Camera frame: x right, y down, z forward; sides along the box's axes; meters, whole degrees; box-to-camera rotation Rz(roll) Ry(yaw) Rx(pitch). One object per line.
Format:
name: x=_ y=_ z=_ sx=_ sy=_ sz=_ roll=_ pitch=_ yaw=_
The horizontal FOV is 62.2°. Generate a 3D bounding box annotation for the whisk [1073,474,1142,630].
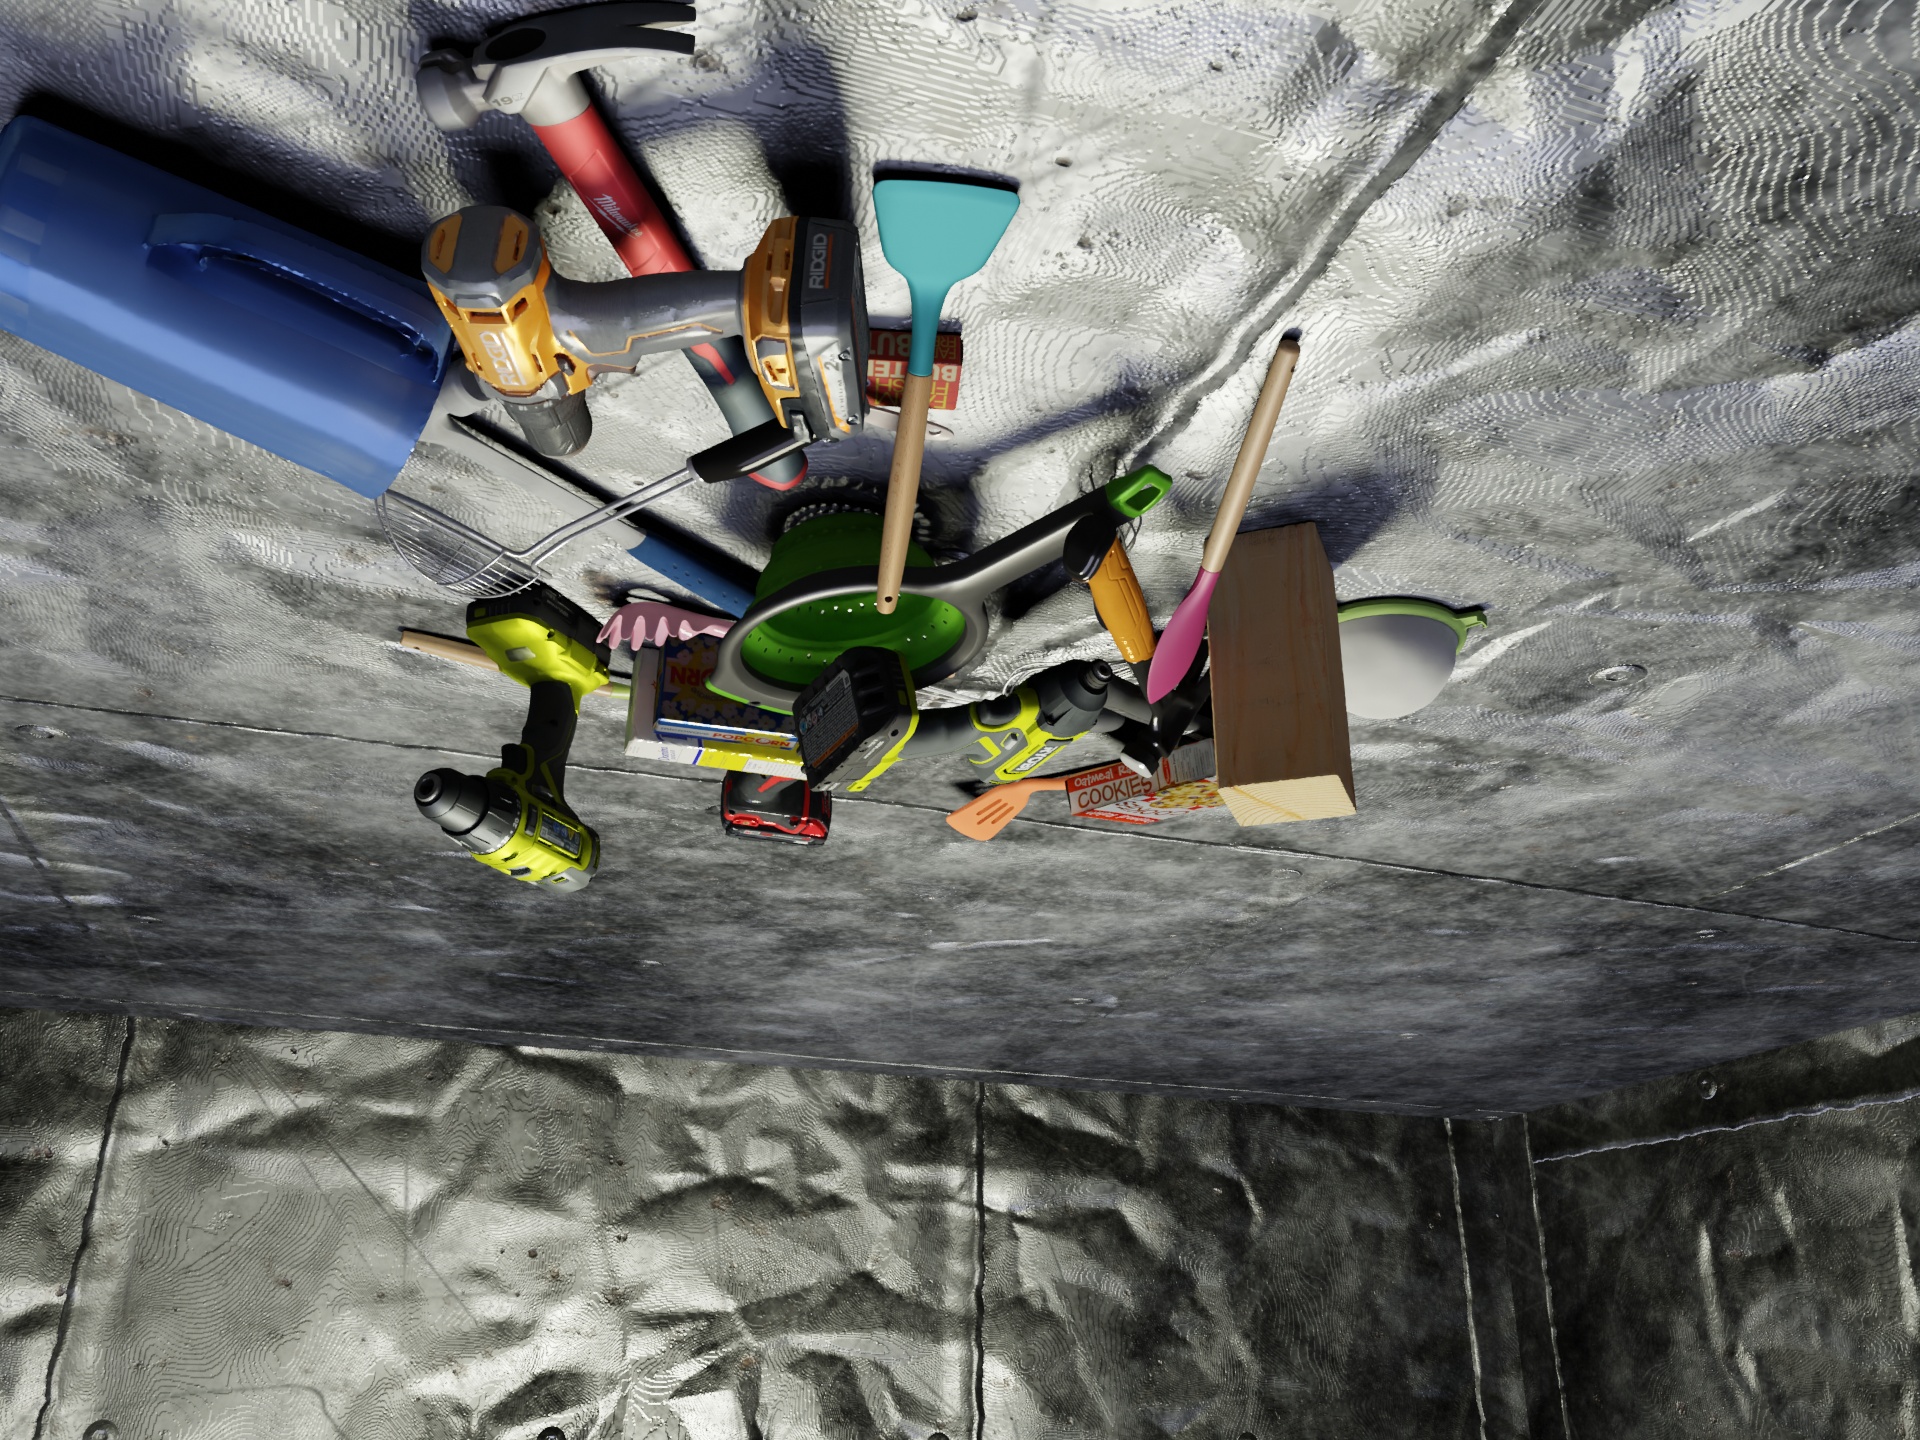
whisk: x=0.112 y=-0.121 z=1.222 sx=0.055 sy=0.055 sz=0.238 roll=-2 pitch=161 yaw=6

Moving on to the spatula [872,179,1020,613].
spatula: x=-0.029 y=-0.188 z=0.984 sx=0.082 sy=0.044 sz=0.317 roll=2 pitch=131 yaw=-9

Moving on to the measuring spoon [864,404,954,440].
measuring spoon: x=-0.054 y=-0.201 z=1.018 sx=0.124 sy=0.018 sz=0.034 roll=10 pitch=159 yaw=-37

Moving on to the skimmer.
skimmer: x=-0.224 y=-0.166 z=1.042 sx=0.363 sy=0.090 sz=0.127 roll=-20 pitch=154 yaw=21

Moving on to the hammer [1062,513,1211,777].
hammer: x=0.135 y=-0.066 z=1.175 sx=0.034 sy=0.127 sz=0.336 roll=31 pitch=171 yaw=26

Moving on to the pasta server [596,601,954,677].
pasta server: x=-0.151 y=-0.061 z=1.368 sx=0.316 sy=0.040 sz=0.060 roll=9 pitch=171 yaw=-22

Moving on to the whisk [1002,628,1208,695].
whisk: x=0.144 y=-0.046 z=1.388 sx=0.246 sy=0.059 sz=0.057 roll=-17 pitch=108 yaw=25

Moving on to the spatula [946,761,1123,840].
spatula: x=0.137 y=0.068 z=1.650 sx=0.322 sy=0.041 sz=0.081 roll=-15 pitch=151 yaw=29

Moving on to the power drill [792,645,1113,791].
power drill: x=-0.002 y=-0.004 z=1.237 sx=0.223 sy=0.080 sz=0.171 roll=-1 pitch=156 yaw=-33

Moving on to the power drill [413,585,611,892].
power drill: x=-0.361 y=0.011 z=1.297 sx=0.080 sy=0.229 sz=0.190 roll=-9 pitch=154 yaw=21

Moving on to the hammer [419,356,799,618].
hammer: x=-0.257 y=-0.140 z=1.193 sx=0.144 sy=0.035 sz=0.405 roll=-16 pitch=151 yaw=33

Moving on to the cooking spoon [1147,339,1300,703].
cooking spoon: x=0.182 y=-0.127 z=1.107 sx=0.017 sy=0.069 sz=0.318 roll=36 pitch=140 yaw=22

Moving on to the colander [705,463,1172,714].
colander: x=-0.023 y=-0.122 z=1.163 sx=0.397 sy=0.095 sz=0.204 roll=-25 pitch=153 yaw=33

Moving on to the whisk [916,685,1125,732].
whisk: x=0.019 y=-0.008 z=1.471 sx=0.284 sy=0.070 sz=0.070 roll=2 pitch=157 yaw=-16

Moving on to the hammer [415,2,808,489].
hammer: x=-0.152 y=-0.252 z=0.933 sx=0.143 sy=0.038 sz=0.386 roll=-7 pitch=155 yaw=13

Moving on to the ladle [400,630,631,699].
ladle: x=-0.344 y=-0.024 z=1.438 sx=0.320 sy=0.062 sz=0.078 roll=15 pitch=150 yaw=-24

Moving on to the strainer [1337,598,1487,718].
strainer: x=0.354 y=-0.019 z=1.410 sx=0.151 sy=0.069 sz=0.256 roll=3 pitch=155 yaw=-5

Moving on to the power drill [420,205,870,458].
power drill: x=-0.167 y=-0.206 z=0.896 sx=0.226 sy=0.084 sz=0.185 roll=2 pitch=156 yaw=2

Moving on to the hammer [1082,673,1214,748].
hammer: x=0.192 y=-0.005 z=1.419 sx=0.146 sy=0.035 sz=0.334 roll=-14 pitch=164 yaw=28

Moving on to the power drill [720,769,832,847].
power drill: x=-0.153 y=0.050 z=1.579 sx=0.143 sy=0.079 sz=0.219 roll=9 pitch=152 yaw=-19
